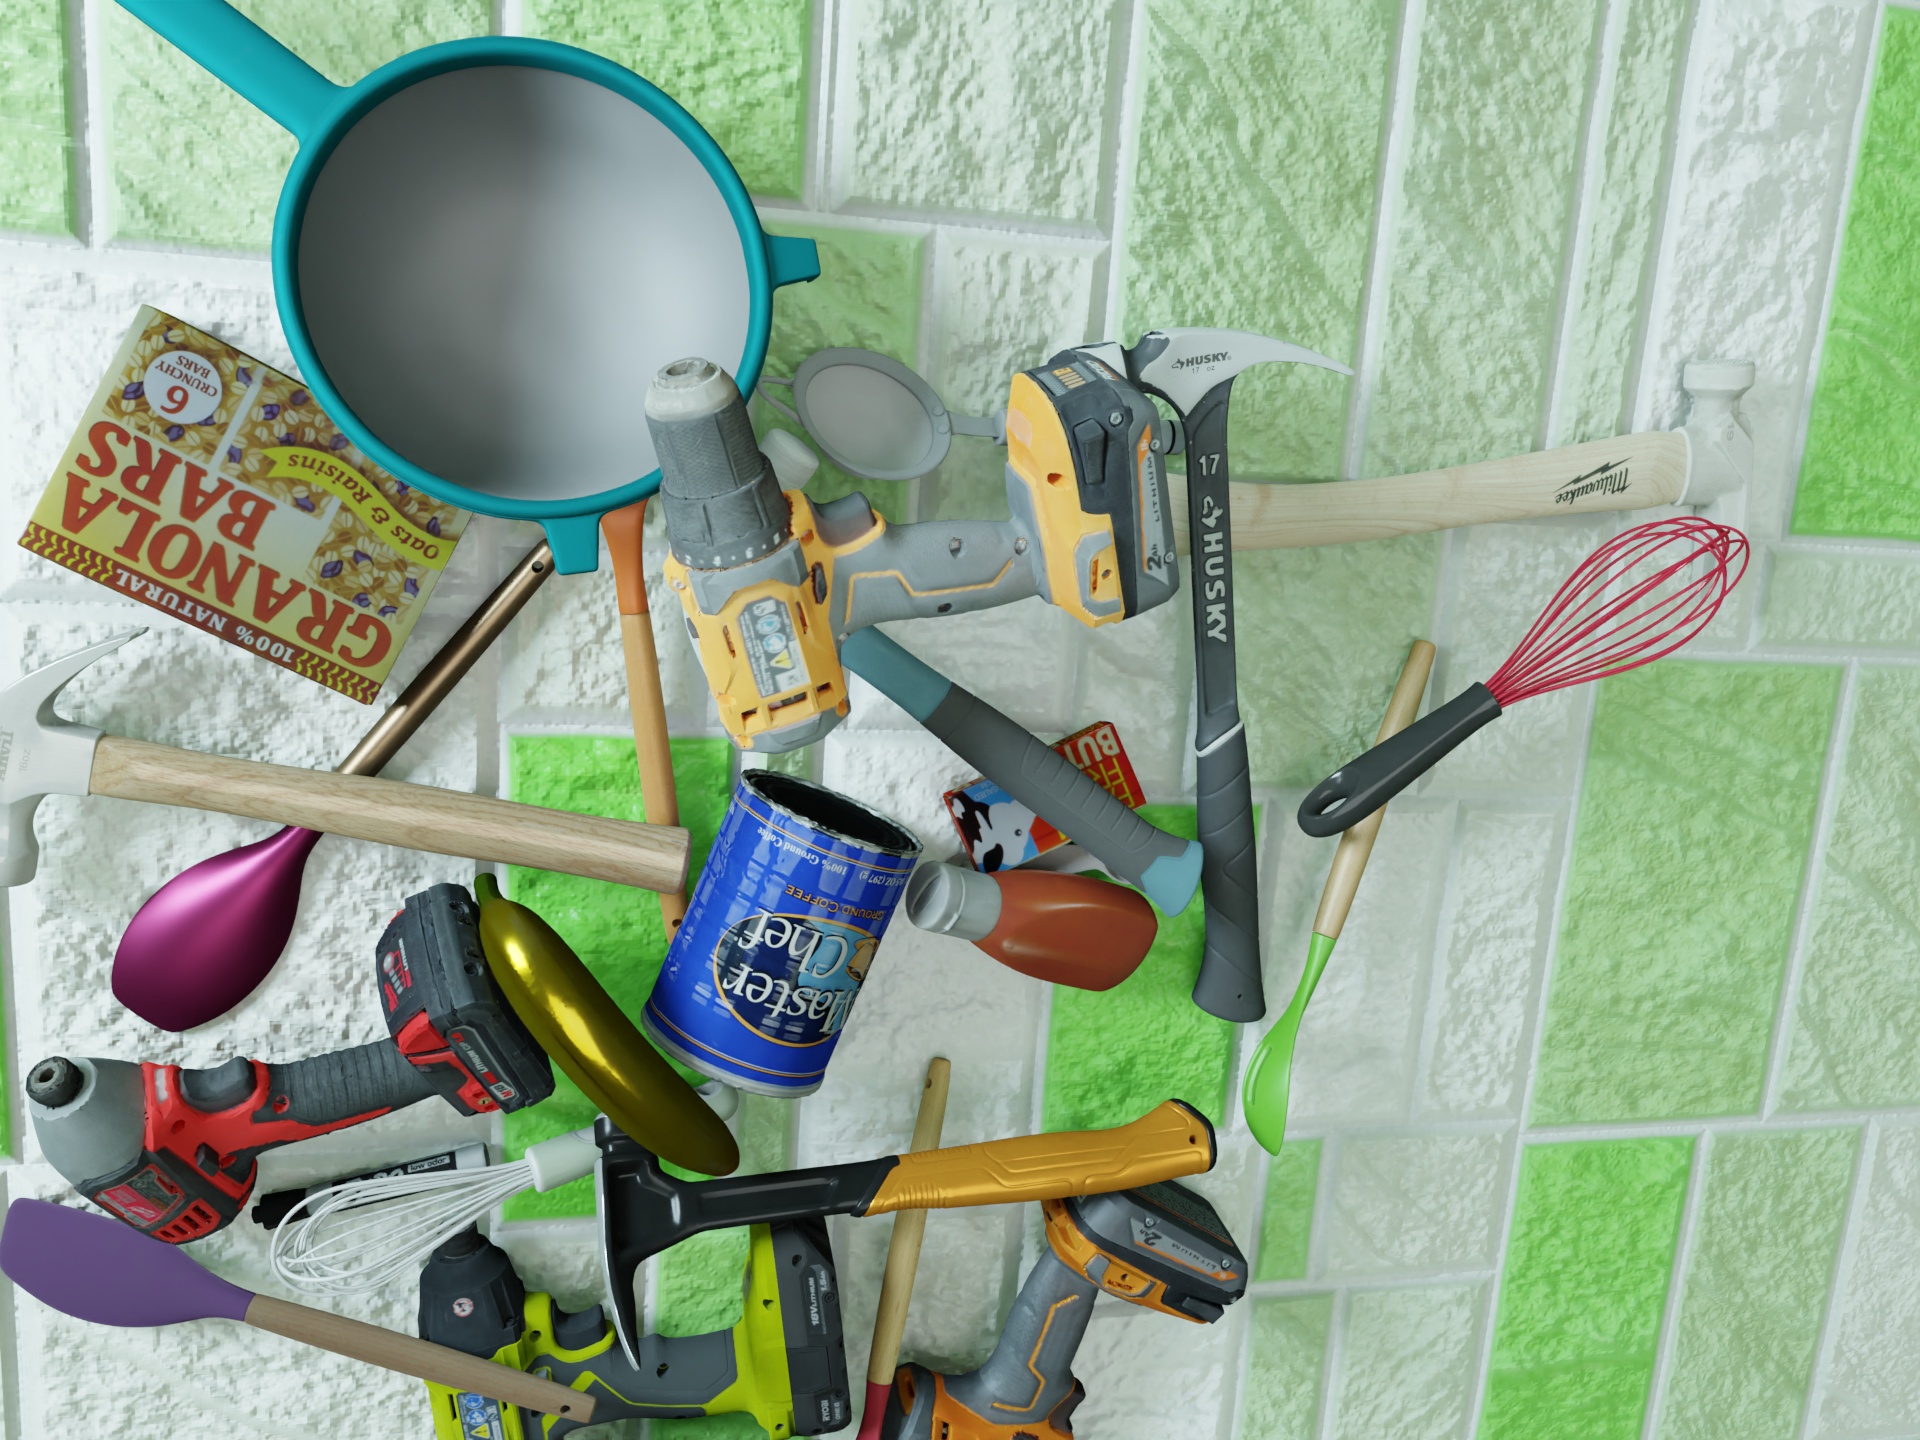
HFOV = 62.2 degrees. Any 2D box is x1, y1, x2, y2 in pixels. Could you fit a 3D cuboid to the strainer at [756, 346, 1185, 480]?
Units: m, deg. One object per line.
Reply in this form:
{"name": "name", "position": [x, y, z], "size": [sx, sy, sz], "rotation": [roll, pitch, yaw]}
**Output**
{"name": "strainer", "position": [0.016, -0.151, 0.830], "size": [0.258, 0.050, 0.087], "rotation": [0, 59, -20]}

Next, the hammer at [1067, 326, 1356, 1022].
{"name": "hammer", "position": [0.146, -0.011, 0.875], "size": [0.149, 0.036, 0.408], "rotation": [-11, 113, -11]}

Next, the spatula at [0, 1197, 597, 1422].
{"name": "spatula", "position": [-0.340, 0.312, 0.818], "size": [0.316, 0.018, 0.060], "rotation": [16, 99, -1]}

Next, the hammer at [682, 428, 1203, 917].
{"name": "hammer", "position": [-0.001, -0.003, 0.832], "size": [0.331, 0.033, 0.128], "rotation": [36, 109, -13]}

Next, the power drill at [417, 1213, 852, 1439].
{"name": "power drill", "position": [-0.179, 0.337, 0.876], "size": [0.223, 0.080, 0.171], "rotation": [-7, 105, -10]}

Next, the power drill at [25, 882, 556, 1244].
{"name": "power drill", "position": [-0.324, 0.171, 0.772], "size": [0.219, 0.079, 0.143], "rotation": [-22, 141, -8]}

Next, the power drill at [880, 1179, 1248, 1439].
{"name": "power drill", "position": [0.069, 0.379, 0.949], "size": [0.164, 0.084, 0.226], "rotation": [33, 97, -20]}

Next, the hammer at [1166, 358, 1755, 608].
{"name": "hammer", "position": [0.268, -0.116, 0.906], "size": [0.410, 0.038, 0.146], "rotation": [-8, 106, -12]}

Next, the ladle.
{"name": "ladle", "position": [-0.040, 0.350, 0.905], "size": [0.031, 0.069, 0.315], "rotation": [14, 84, -35]}

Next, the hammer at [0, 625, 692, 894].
{"name": "hammer", "position": [-0.297, 0.039, 0.777], "size": [0.331, 0.031, 0.130], "rotation": [11, 101, -16]}

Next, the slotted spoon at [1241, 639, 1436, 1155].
{"name": "slotted spoon", "position": [0.222, 0.101, 0.933], "size": [0.031, 0.070, 0.314], "rotation": [19, 89, 3]}

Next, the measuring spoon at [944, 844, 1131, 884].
{"name": "measuring spoon", "position": [0.051, 0.080, 0.909], "size": [0.124, 0.018, 0.034], "rotation": [-4, 88, -7]}

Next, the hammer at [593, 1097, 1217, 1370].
{"name": "hammer", "position": [-0.021, 0.253, 0.846], "size": [0.336, 0.034, 0.127], "rotation": [-4, 66, -15]}

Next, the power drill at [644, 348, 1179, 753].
{"name": "power drill", "position": [-0.024, -0.098, 0.719], "size": [0.226, 0.084, 0.185], "rotation": [-20, 126, -9]}

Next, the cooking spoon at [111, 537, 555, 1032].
{"name": "cooking spoon", "position": [-0.308, 0.031, 0.798], "size": [0.068, 0.017, 0.319], "rotation": [41, 91, -18]}

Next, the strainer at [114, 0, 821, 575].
{"name": "strainer", "position": [-0.248, -0.228, 0.716], "size": [0.340, 0.095, 0.211], "rotation": [37, 78, -12]}

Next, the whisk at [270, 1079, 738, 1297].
{"name": "whisk", "position": [-0.232, 0.238, 0.835], "size": [0.246, 0.058, 0.059], "rotation": [-16, 107, -25]}

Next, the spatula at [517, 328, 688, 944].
{"name": "spatula", "position": [-0.165, -0.035, 0.820], "size": [0.081, 0.041, 0.322], "rotation": [-8, 109, -11]}

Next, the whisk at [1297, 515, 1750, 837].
{"name": "whisk", "position": [0.314, -0.023, 0.895], "size": [0.296, 0.073, 0.073], "rotation": [-35, 109, 2]}
